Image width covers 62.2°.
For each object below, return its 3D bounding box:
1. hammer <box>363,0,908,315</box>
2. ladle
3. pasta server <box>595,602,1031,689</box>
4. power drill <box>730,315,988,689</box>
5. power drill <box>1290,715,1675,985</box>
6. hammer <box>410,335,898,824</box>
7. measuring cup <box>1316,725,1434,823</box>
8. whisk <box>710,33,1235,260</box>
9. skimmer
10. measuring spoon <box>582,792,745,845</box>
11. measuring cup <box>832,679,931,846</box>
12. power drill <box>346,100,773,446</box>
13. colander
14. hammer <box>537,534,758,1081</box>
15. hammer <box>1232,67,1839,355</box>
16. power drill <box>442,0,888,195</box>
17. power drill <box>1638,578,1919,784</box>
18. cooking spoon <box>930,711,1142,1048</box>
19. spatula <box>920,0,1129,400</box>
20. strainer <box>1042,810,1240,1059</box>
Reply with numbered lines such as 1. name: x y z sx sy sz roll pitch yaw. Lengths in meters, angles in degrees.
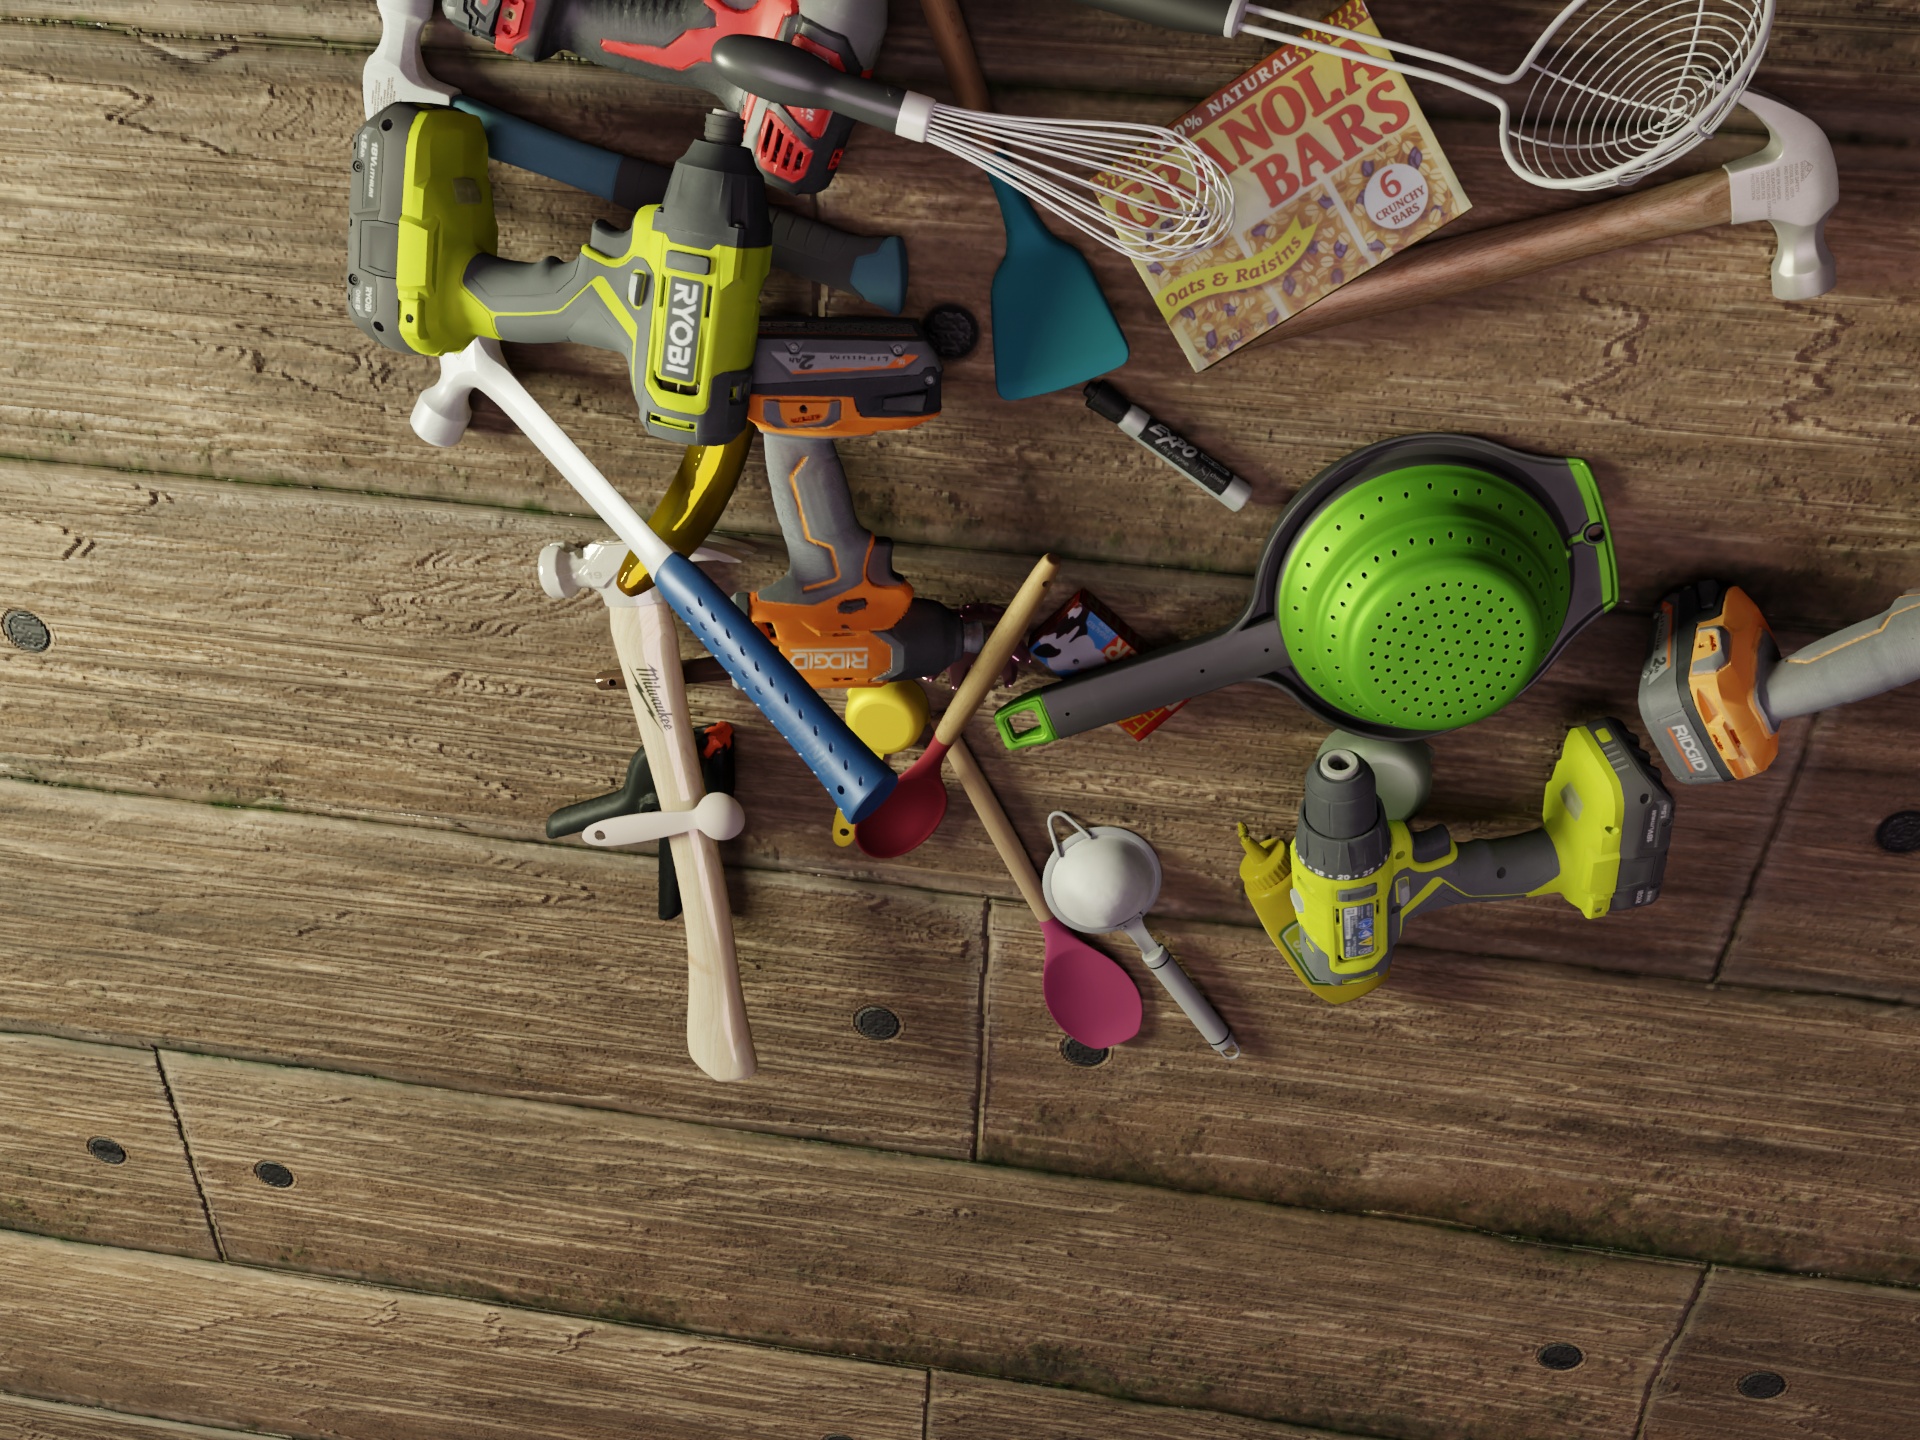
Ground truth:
1. hammer: -0.185 -0.311 0.925 0.331 0.033 0.128 19 122 -3
2. ladle: -0.002 -0.003 1.040 0.069 0.031 0.315 -4 146 -28
3. pasta server: -0.105 -0.040 1.080 0.316 0.040 0.060 -6 109 14
4. power drill: -0.061 -0.125 0.971 0.164 0.084 0.226 -1 115 -7
5. power drill: 0.322 0.074 1.010 0.228 0.080 0.190 -13 133 1
6. hammer: -0.179 -0.102 0.947 0.406 0.035 0.144 47 123 14
7. measuring cup: 0.292 0.077 1.084 0.083 0.038 0.167 -13 117 17
8. whisk: 0.008 -0.304 0.826 0.284 0.070 0.070 17 123 -3
9. skimmer: 0.189 -0.344 0.764 0.363 0.090 0.127 21 83 15
10. measuring spoon: -0.207 0.074 1.091 0.124 0.018 0.034 -9 109 17
11. measuring cup: -0.067 0.036 1.124 0.062 0.029 0.156 19 122 -3
12. power drill: -0.214 -0.258 0.870 0.223 0.080 0.171 15 111 11
13. colander: 0.207 -0.037 0.974 0.397 0.095 0.204 -18 115 14
14. hammer: -0.183 0.070 1.114 0.146 0.038 0.410 -2 111 15
15. hammer: 0.300 -0.260 0.877 0.331 0.031 0.130 -11 120 16
16. power drill: -0.148 -0.389 0.847 0.219 0.079 0.143 23 124 -9
17. power drill: 0.520 -0.058 0.907 0.226 0.185 0.084 -18 119 41
18. cooking spoon: 0.053 0.123 1.166 0.069 0.017 0.318 -23 116 11
19. spatula: 0.008 -0.335 0.872 0.082 0.044 0.317 -13 118 21
20. strainer: 0.141 0.168 1.169 0.087 0.050 0.258 -34 115 10
